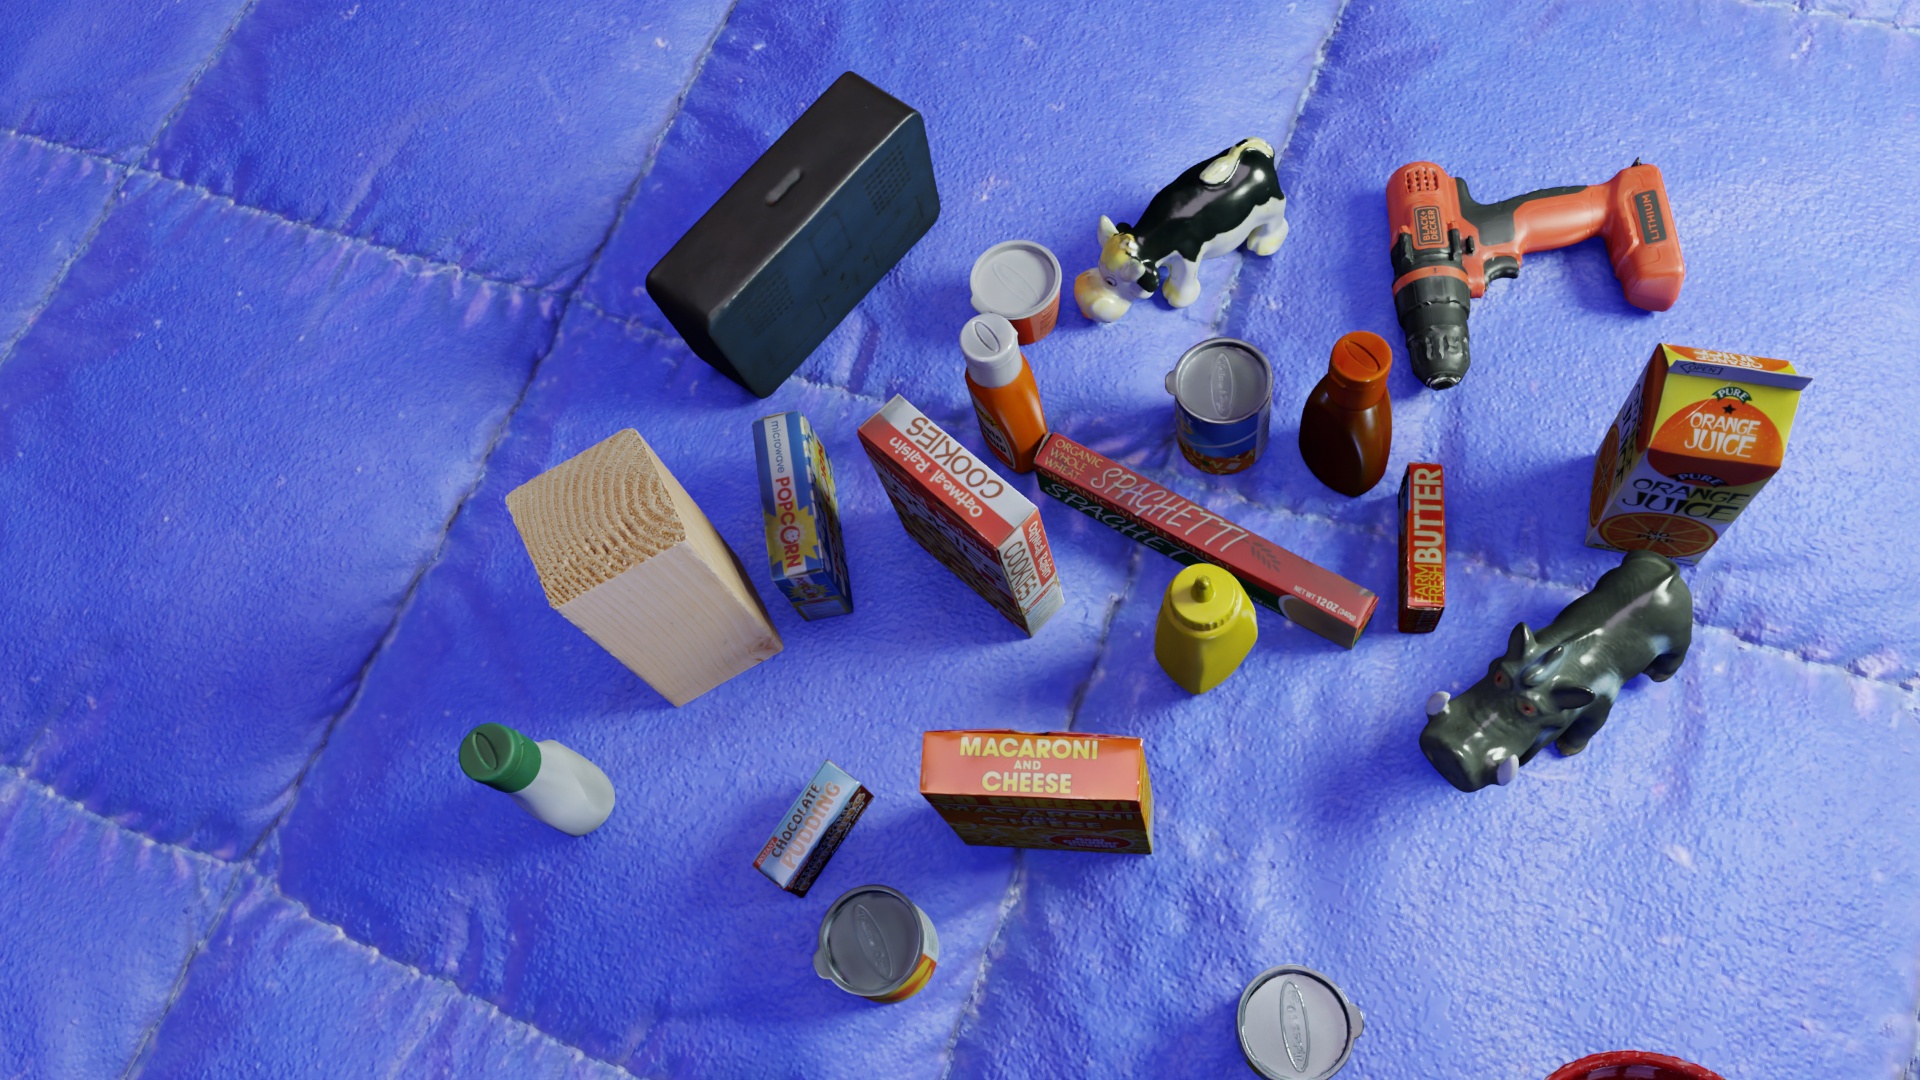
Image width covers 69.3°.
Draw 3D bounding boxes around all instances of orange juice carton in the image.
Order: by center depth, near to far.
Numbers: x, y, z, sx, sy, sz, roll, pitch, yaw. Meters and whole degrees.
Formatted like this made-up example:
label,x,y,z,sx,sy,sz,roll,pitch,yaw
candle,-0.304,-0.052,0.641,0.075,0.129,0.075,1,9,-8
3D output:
label,x,y,z,sx,sy,sz,roll,pitch,yaw
orange juice carton,0.441,-0.057,0.840,0.072,0.192,0.073,11,70,14

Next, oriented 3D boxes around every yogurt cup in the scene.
label,x,y,z,sx,sy,sz,roll,pitch,yaw
yogurt cup,0.044,-0.182,1.039,0.072,0.053,0.072,-4,67,8

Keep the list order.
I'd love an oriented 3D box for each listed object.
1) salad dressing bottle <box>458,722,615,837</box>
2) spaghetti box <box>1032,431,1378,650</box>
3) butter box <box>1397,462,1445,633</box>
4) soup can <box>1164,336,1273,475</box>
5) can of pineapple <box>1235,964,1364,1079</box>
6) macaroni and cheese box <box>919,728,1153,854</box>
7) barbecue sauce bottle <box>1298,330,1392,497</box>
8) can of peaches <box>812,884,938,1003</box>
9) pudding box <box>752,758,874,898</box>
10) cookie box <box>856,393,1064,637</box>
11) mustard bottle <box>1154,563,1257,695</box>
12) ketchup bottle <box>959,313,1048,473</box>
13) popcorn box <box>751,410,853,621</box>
label,x,y,z,sx,sy,sz,roll,pitch,yaw
salad dressing bottle,-0.273,0.153,0.898,0.044,0.147,0.064,-35,66,-5
spaghetti box,0.160,-0.002,0.943,0.250,0.050,0.029,29,75,20
butter box,0.303,0.005,0.914,0.024,0.053,0.104,3,68,11
soup can,0.178,-0.091,0.960,0.071,0.083,0.071,-4,67,9
can of pineapple,0.195,0.285,0.809,0.071,0.057,0.071,-4,67,8
macaroni and cheese box,0.051,0.152,0.832,0.124,0.166,0.040,0,68,10
barbecue sauce bottle,0.254,-0.084,0.908,0.044,0.148,0.065,-38,66,-7
can of peaches,-0.052,0.253,0.866,0.071,0.058,0.071,-4,67,8
pudding box,-0.096,0.188,0.906,0.030,0.049,0.084,31,75,20
cookie box,0.003,-0.011,0.910,0.123,0.167,0.040,40,79,22
mustard bottle,0.152,0.048,0.863,0.065,0.159,0.049,-42,67,-9
ketchup bottle,0.029,-0.103,0.956,0.043,0.148,0.065,-34,66,-5
popcorn box,-0.111,-0.017,0.978,0.038,0.085,0.127,-13,66,5
